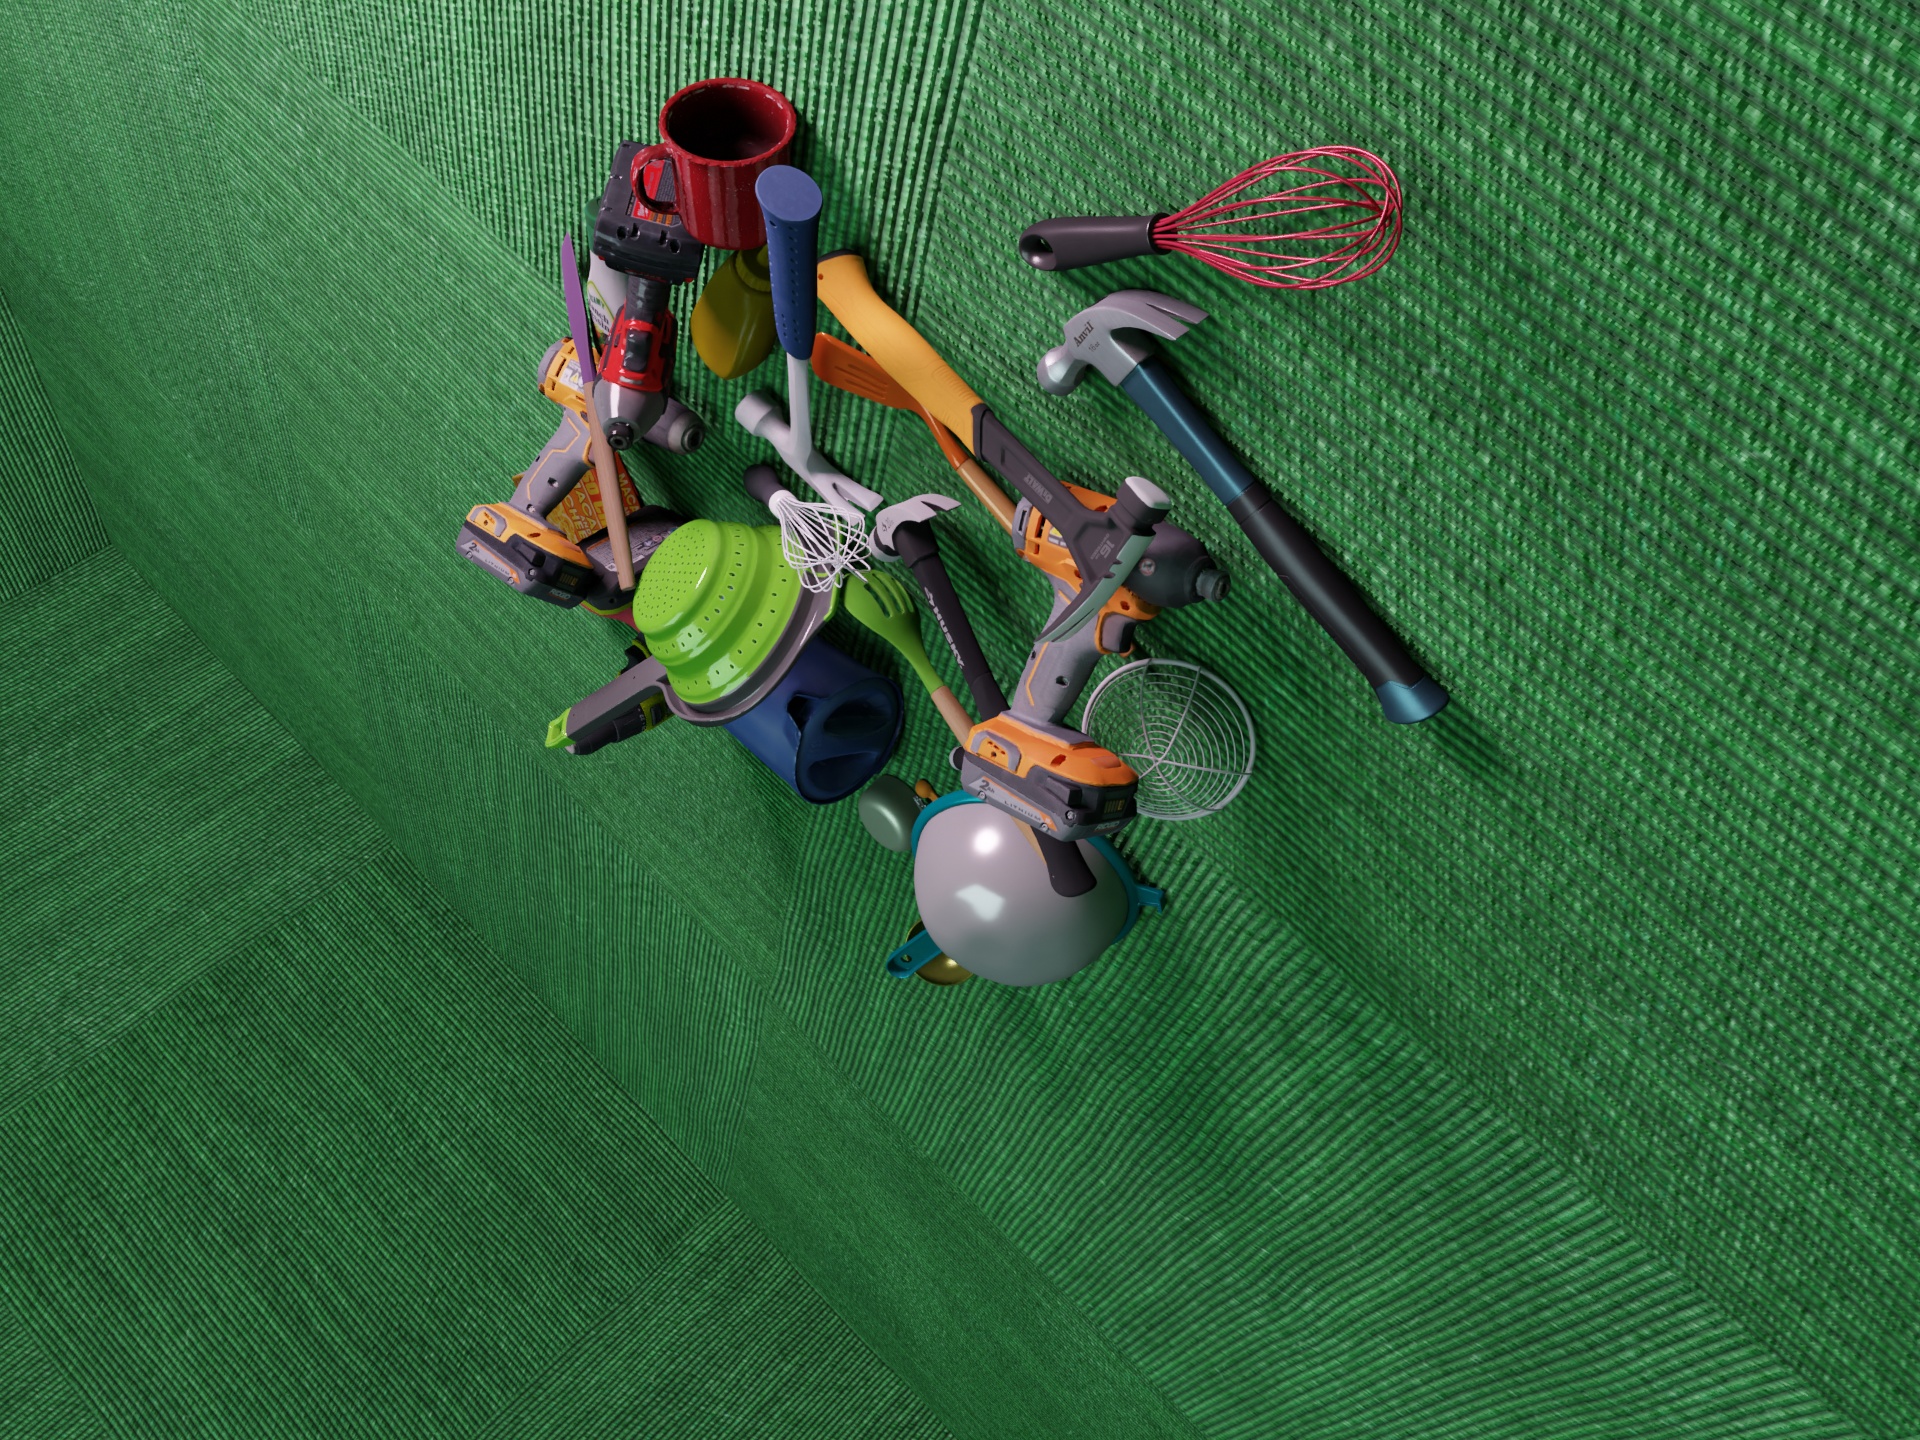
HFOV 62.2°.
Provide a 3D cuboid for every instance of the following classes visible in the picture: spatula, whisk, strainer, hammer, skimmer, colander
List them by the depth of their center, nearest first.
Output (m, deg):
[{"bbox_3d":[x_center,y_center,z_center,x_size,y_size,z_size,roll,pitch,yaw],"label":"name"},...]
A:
[{"bbox_3d":[0.125,-0.271,0.884,0.296,0.073,0.073,17,137,53],"label":"whisk"},{"bbox_3d":[0.182,-0.129,0.986,0.331,0.033,0.128,50,152,0],"label":"hammer"},{"bbox_3d":[-0.002,-0.203,1.077,0.337,0.034,0.127,50,123,24],"label":"hammer"},{"bbox_3d":[-0.111,-0.258,1.129,0.144,0.035,0.405,44,167,6],"label":"hammer"},{"bbox_3d":[0.012,-0.164,1.168,0.322,0.041,0.081,49,168,2],"label":"spatula"},{"bbox_3d":[0.023,-0.019,1.225,0.335,0.035,0.146,65,162,2],"label":"hammer"},{"bbox_3d":[0.096,0.018,1.272,0.127,0.090,0.363,62,159,-11],"label":"skimmer"},{"bbox_3d":[-0.132,-0.164,1.279,0.285,0.070,0.070,47,161,60],"label":"whisk"},{"bbox_3d":[-0.315,-0.265,1.375,0.060,0.018,0.316,154,106,-65],"label":"spatula"},{"bbox_3d":[-0.272,-0.073,1.404,0.397,0.205,0.094,-27,136,34],"label":"colander"},{"bbox_3d":[0.009,0.191,1.413,0.211,0.095,0.340,36,138,-11],"label":"strainer"}]

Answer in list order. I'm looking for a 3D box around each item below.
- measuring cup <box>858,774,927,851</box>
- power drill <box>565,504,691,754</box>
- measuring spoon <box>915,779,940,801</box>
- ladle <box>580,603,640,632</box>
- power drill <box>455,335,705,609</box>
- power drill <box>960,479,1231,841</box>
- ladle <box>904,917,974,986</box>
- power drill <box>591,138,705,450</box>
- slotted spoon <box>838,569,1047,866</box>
[{"bbox_3d":[-0.047,0.133,1.584,0.083,0.038,0.167,-5,118,55],"label":"measuring cup"},{"bbox_3d":[-0.322,-0.080,1.573,0.080,0.190,0.228,35,143,28],"label":"power drill"},{"bbox_3d":[-0.003,0.102,1.517,0.117,0.011,0.021,47,150,6],"label":"measuring spoon"},{"bbox_3d":[-0.314,-0.073,1.729,0.315,0.031,0.069,40,137,14],"label":"ladle"},{"bbox_3d":[-0.338,-0.216,1.435,0.185,0.226,0.084,30,-176,27],"label":"power drill"},{"bbox_3d":[0.092,-0.037,1.088,0.164,0.084,0.226,25,109,37],"label":"power drill"},{"bbox_3d":[0.033,0.165,1.471,0.078,0.062,0.320,37,143,-2],"label":"ladle"},{"bbox_3d":[-0.246,-0.320,1.233,0.078,0.143,0.219,12,145,-11],"label":"power drill"},{"bbox_3d":[-0.002,-0.004,1.296,0.314,0.070,0.031,56,133,13],"label":"slotted spoon"}]
